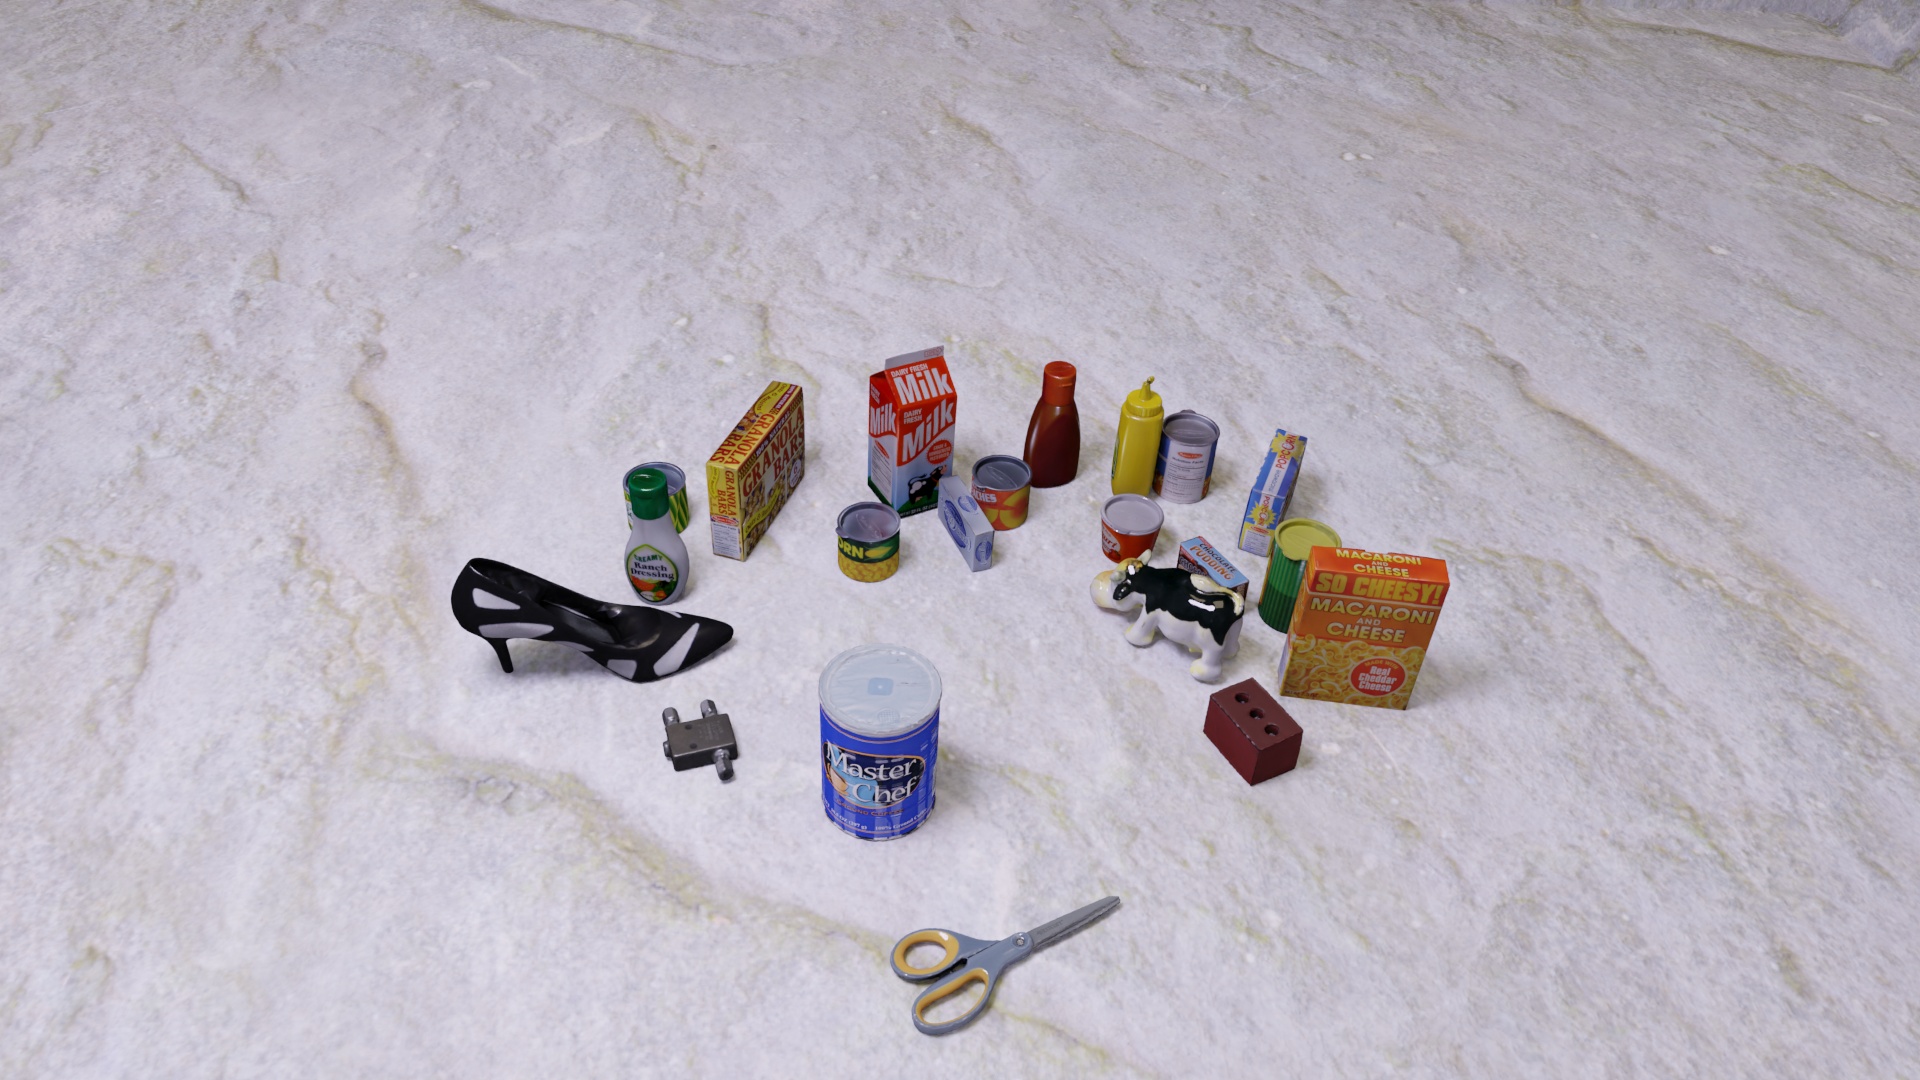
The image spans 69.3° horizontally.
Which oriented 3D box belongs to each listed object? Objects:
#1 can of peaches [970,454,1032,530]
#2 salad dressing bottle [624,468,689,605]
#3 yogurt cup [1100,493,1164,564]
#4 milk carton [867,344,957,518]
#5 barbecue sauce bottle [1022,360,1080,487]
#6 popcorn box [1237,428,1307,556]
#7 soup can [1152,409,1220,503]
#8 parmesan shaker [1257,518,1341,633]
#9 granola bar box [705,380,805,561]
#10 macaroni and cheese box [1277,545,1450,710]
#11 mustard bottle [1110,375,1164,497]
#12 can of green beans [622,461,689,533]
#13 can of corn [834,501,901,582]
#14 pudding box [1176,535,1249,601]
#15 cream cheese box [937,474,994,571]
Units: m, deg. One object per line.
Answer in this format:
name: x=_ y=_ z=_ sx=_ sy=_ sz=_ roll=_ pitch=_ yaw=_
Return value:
can of peaches: x=0.042 y=-0.052 z=1.530 sx=0.071 sy=0.057 sz=0.071 roll=2 pitch=40 yaw=-2
salad dressing bottle: x=-0.304 y=-0.003 z=1.375 sx=0.064 sy=0.146 sz=0.044 roll=7 pitch=40 yaw=4
yogurt cup: x=0.182 y=-0.010 z=1.493 sx=0.072 sy=0.053 sz=0.073 roll=2 pitch=40 yaw=-2
milk carton: x=-0.053 y=-0.124 z=1.506 sx=0.072 sy=0.189 sz=0.074 roll=-18 pitch=44 yaw=-24
barbecue sauce bottle: x=0.106 y=-0.130 z=1.558 sx=0.065 sy=0.147 sz=0.044 roll=-12 pitch=42 yaw=-18
popcorn box: x=0.345 y=-0.053 z=1.533 sx=0.038 sy=0.084 sz=0.127 roll=17 pitch=41 yaw=15
soup can: x=0.255 y=-0.095 z=1.578 sx=0.071 sy=0.083 sz=0.072 roll=2 pitch=40 yaw=-2
parmesan shaker: x=0.341 y=0.038 z=1.409 sx=0.071 sy=0.102 sz=0.072 roll=2 pitch=40 yaw=-2
granola bar box: x=-0.216 y=-0.076 z=1.488 sx=0.039 sy=0.123 sz=0.166 roll=14 pitch=41 yaw=12
macaroni and cheese box: x=0.376 y=0.083 z=1.308 sx=0.124 sy=0.165 sz=0.040 roll=6 pitch=40 yaw=3
mustard bottle: x=0.198 y=-0.118 z=1.542 sx=0.049 sy=0.159 sz=0.066 roll=7 pitch=40 yaw=4
can of green beans: x=-0.326 y=-0.042 z=1.490 sx=0.071 sy=0.057 sz=0.071 roll=2 pitch=40 yaw=-2
can of corn: x=-0.098 y=0.003 z=1.453 sx=0.071 sy=0.058 sz=0.071 roll=2 pitch=40 yaw=-2
pudding box: x=0.261 y=0.039 z=1.443 sx=0.030 sy=0.049 sz=0.084 roll=-18 pitch=44 yaw=-24
cream cheese box: x=0.005 y=-0.019 z=1.490 sx=0.024 sy=0.053 sz=0.104 roll=-13 pitch=42 yaw=-19
